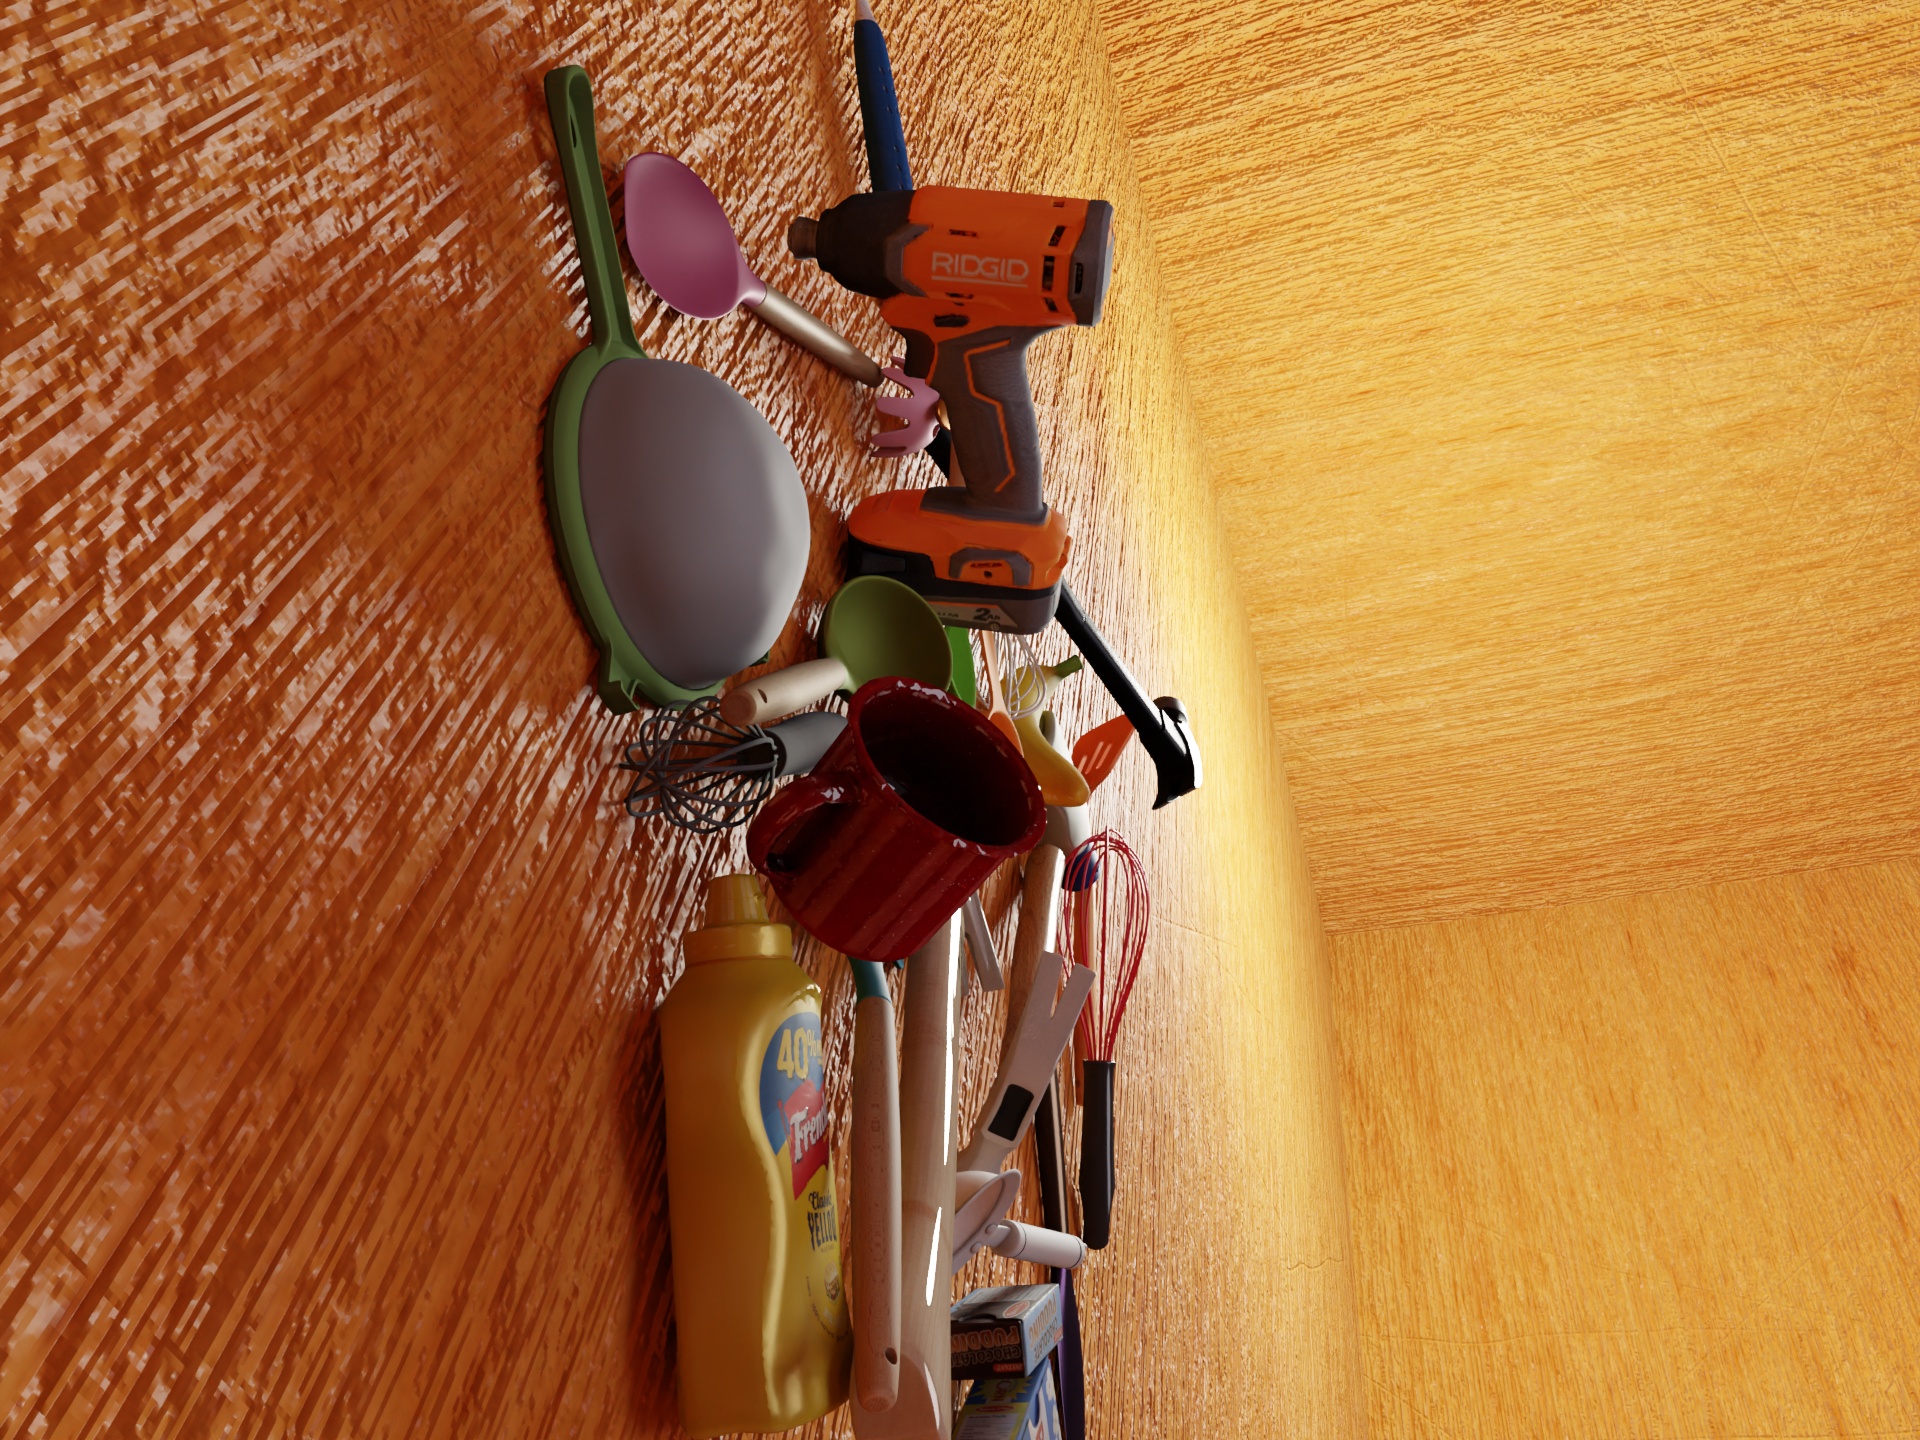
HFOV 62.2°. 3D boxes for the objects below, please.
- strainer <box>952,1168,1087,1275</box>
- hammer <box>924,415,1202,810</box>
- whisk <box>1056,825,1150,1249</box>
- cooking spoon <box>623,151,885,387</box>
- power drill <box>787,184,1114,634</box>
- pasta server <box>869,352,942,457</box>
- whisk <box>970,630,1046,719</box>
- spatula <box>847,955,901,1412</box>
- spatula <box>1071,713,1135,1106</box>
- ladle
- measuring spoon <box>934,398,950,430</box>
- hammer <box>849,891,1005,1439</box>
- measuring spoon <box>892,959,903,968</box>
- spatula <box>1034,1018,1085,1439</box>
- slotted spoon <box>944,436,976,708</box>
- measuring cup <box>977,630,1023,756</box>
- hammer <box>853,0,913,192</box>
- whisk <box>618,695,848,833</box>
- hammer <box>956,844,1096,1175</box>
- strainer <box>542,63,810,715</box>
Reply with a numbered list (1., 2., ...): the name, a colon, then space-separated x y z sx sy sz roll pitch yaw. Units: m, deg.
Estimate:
1. strainer: 0.019 0.268 0.824 0.050 0.087 0.258 39 -2 32
2. hammer: 0.071 -0.079 1.101 0.334 0.035 0.146 52 18 -23
3. whisk: 0.098 0.222 1.129 0.073 0.073 0.296 28 62 -70
4. cooking spoon: -0.097 -0.212 0.816 0.318 0.017 0.069 5 83 -73
5. power drill: -0.011 -0.167 0.841 0.084 0.164 0.226 -73 169 -58
6. pasta server: -0.021 -0.243 1.065 0.316 0.040 0.060 -82 -178 -62
7. whisk: 0.028 -0.080 1.113 0.247 0.059 0.057 -89 179 -49
8. spatula: -0.028 0.126 0.635 0.082 0.044 0.318 39 23 -24
9. spatula: 0.104 0.137 1.232 0.041 0.081 0.323 21 59 -32
10. ladle: -0.051 -0.025 0.693 0.078 0.062 0.320 59 7 -2
11. measuring spoon: 0.012 -0.188 0.984 0.117 0.011 0.021 -17 104 -65
12. hammer: -0.011 0.172 0.724 0.411 0.038 0.146 -87 163 -66
13. measuring spoon: -0.050 0.100 0.795 0.128 0.021 0.042 70 11 -60
14. spatula: 0.062 0.308 1.033 0.059 0.018 0.316 38 45 -68
15. slotted spoon: 0.002 -0.161 1.009 0.070 0.031 0.314 28 66 -71
16. measuring cup: -0.001 -0.003 0.940 0.095 0.052 0.174 9 73 -71
17. hammer: -0.067 -0.470 1.050 0.144 0.035 0.405 4 76 -74
18. whisk: -0.083 0.012 0.676 0.239 0.055 0.055 -17 96 -78
19. hammer: 0.044 0.152 0.974 0.331 0.031 0.130 -72 -174 -71
20. strainer: -0.109 -0.134 0.631 0.151 0.069 0.256 -33 113 -73
